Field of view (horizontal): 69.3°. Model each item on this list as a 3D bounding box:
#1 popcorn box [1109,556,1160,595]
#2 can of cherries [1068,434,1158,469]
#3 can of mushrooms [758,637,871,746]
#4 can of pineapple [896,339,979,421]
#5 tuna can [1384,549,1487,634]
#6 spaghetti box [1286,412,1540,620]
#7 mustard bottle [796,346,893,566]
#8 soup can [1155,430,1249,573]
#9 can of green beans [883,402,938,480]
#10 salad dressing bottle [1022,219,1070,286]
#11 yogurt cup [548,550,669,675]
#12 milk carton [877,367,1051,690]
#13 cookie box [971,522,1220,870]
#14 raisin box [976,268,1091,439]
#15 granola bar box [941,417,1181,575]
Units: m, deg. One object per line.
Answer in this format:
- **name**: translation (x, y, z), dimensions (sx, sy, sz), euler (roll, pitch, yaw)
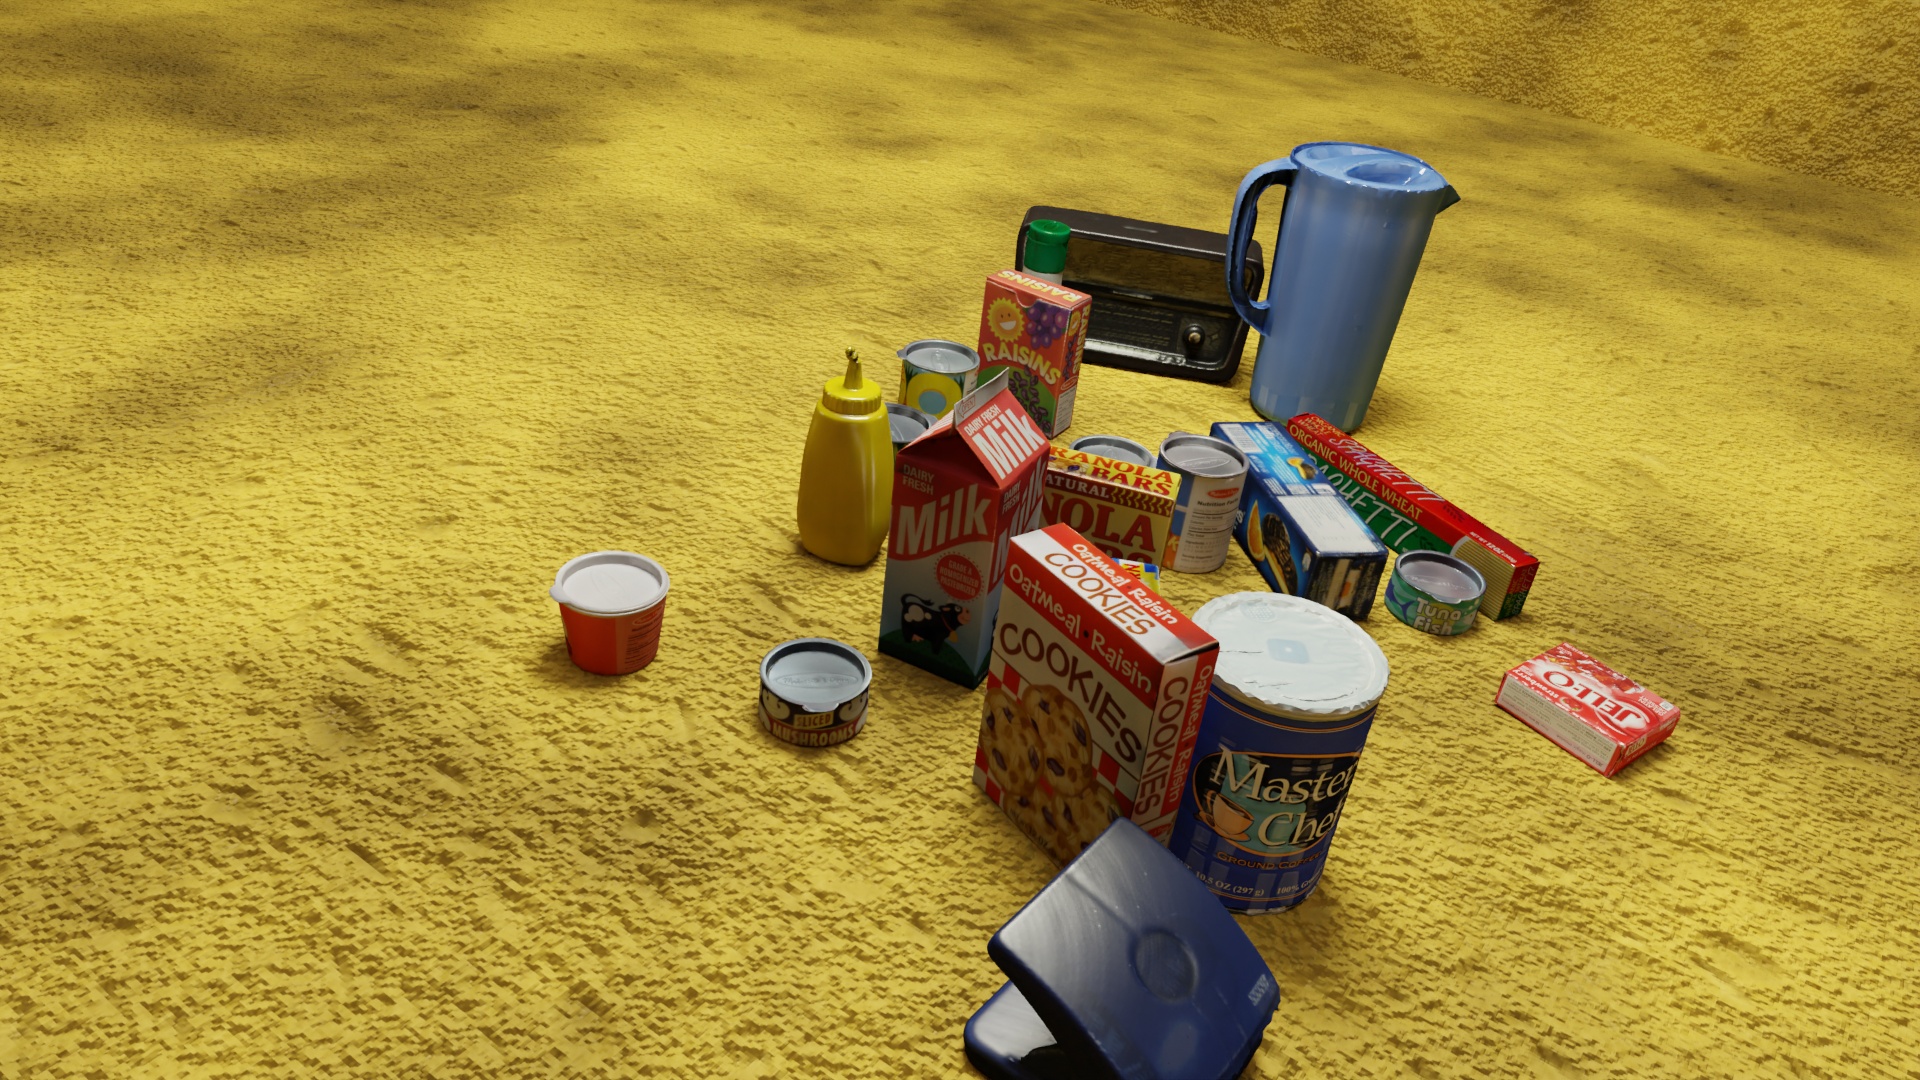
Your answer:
- **popcorn box**: translation (0.096, 0.079, 0.837), dimensions (0.038, 0.084, 0.127), euler (8, 31, 1)
- **can of cherries**: translation (0.113, -0.040, 1.061), dimensions (0.071, 0.058, 0.072), euler (6, 31, -3)
- **can of mushrooms**: translation (-0.087, 0.091, 0.826), dimensions (0.071, 0.033, 0.071), euler (6, 31, -3)
- **can of pineapple**: translation (-0.021, -0.133, 1.185), dimensions (0.071, 0.057, 0.071), euler (6, 31, -3)
- **tuna can**: translation (0.345, 0.039, 1.009), dimensions (0.071, 0.032, 0.071), euler (6, 31, -3)
- **spaghetti box**: translation (0.344, -0.025, 1.096), dimensions (0.029, 0.050, 0.251), euler (-11, 36, -29)
- **mustard bottle**: translation (-0.076, -0.061, 0.956), dimensions (0.065, 0.159, 0.049), euler (17, 32, 14)
- **soup can**: translation (0.172, -0.029, 1.032), dimensions (0.071, 0.083, 0.072), euler (6, 31, -3)
- **can of green beans**: translation (-0.056, -0.066, 1.067), dimensions (0.071, 0.057, 0.071), euler (6, 31, -3)
- **salad dressing bottle**: translation (0.070, -0.212, 1.249), dimensions (0.044, 0.146, 0.064), euler (18, 32, 16)
- **yogurt cup**: translation (-0.214, 0.046, 0.853), dimensions (0.072, 0.053, 0.073), euler (6, 31, -3)
- **milk carton**: translation (0.003, -0.011, 0.863), dimensions (0.073, 0.189, 0.073), euler (20, 33, 20)
- **cookie box**: translation (0.066, 0.092, 0.730), dimensions (0.040, 0.166, 0.123), euler (-15, 38, -33)
- **raisin box**: translation (0.058, -0.159, 1.183), dimensions (0.086, 0.122, 0.040), euler (25, 35, 26)
- **granola bar box**: translation (0.053, -0.003, 0.924), dimensions (0.166, 0.123, 0.039), euler (15, 32, 11)
